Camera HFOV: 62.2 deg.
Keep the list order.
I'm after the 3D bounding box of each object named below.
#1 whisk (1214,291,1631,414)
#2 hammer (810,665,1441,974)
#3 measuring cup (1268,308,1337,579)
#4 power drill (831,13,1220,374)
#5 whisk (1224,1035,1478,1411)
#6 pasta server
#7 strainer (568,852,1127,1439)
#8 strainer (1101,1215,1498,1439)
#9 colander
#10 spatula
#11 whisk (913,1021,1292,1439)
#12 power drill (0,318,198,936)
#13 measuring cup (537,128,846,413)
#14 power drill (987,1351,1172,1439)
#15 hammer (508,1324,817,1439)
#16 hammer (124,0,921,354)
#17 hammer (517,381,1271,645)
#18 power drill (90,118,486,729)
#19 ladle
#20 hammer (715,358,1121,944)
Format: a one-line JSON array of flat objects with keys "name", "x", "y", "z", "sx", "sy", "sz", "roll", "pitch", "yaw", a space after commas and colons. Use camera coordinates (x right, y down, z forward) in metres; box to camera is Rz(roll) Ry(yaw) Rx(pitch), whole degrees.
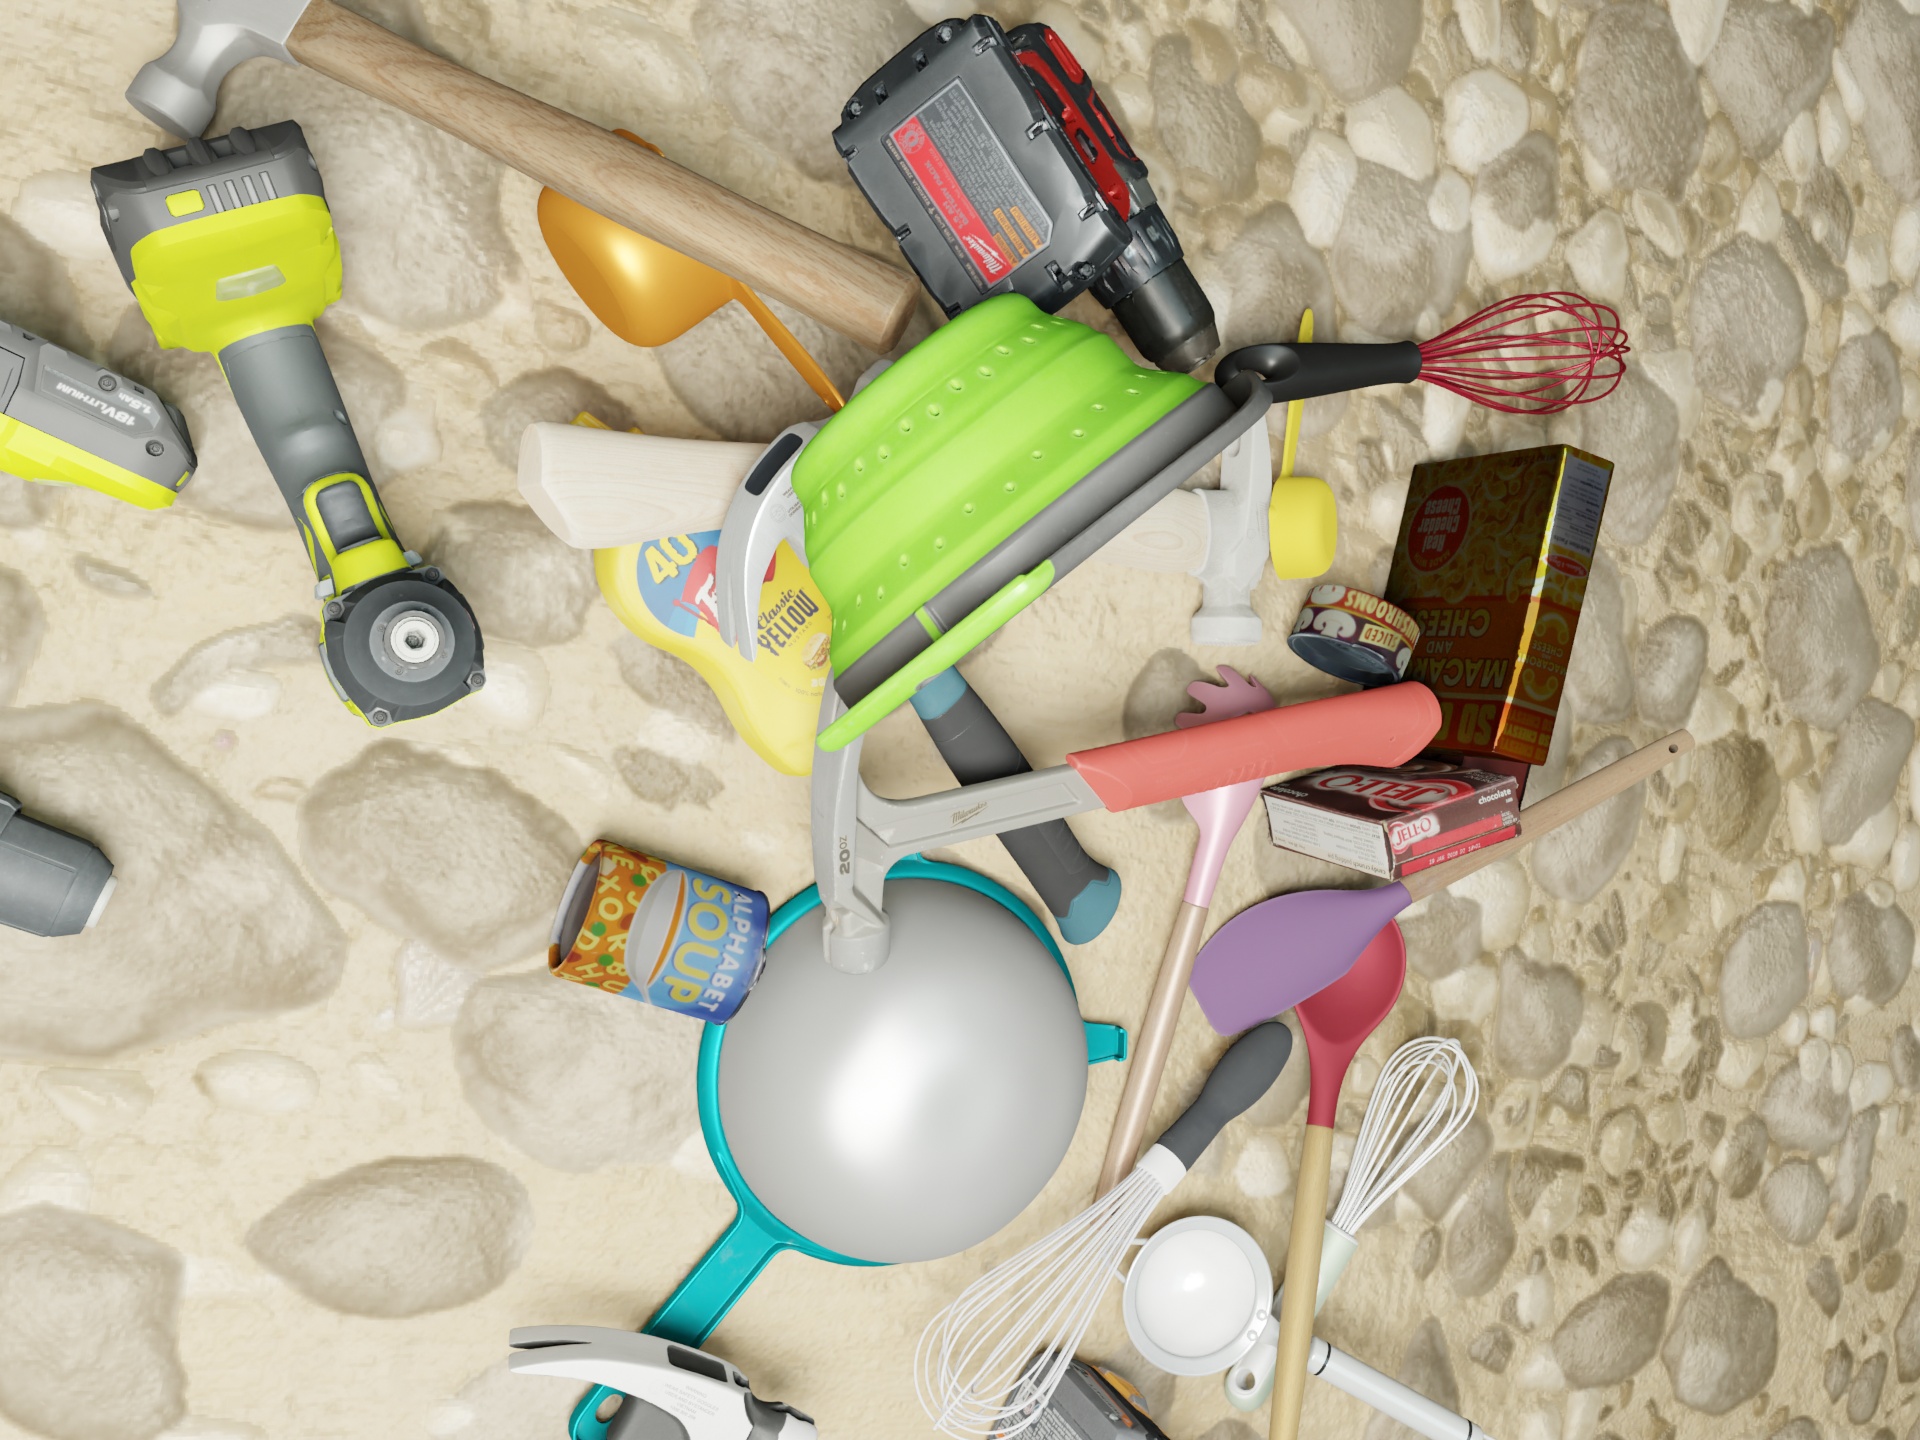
[{"name": "whisk", "x": 0.265, "y": -0.201, "z": 0.888, "sx": 0.295, "sy": 0.073, "sz": 0.073, "roll": -10, "pitch": 97, "yaw": -26}, {"name": "hammer", "x": 0.095, "y": 0.016, "z": 0.777, "sx": 0.359, "sy": 0.037, "sz": 0.149, "roll": -11, "pitch": 119, "yaw": -28}, {"name": "measuring cup", "x": 0.196, "y": -0.154, "z": 0.880, "sx": 0.062, "sy": 0.029, "sz": 0.156, "roll": 24, "pitch": 72, "yaw": -63}, {"name": "power drill", "x": 0.047, "y": -0.230, "z": 0.730, "sx": 0.080, "sy": 0.227, "sz": 0.188, "roll": -31, "pitch": 99, "yaw": 25}, {"name": "whisk", "x": 0.223, "y": 0.289, "z": 0.920, "sx": 0.246, "sy": 0.058, "sz": 0.059, "roll": -56, "pitch": 141, "yaw": -7}, {"name": "pasta server", "x": 0.118, "y": 0.125, "z": 0.876, "sx": 0.060, "sy": 0.040, "sz": 0.316, "roll": 16, "pitch": 90, "yaw": -23}, {"name": "strainer", "x": -0.057, "y": 0.224, "z": 0.766, "sx": 0.210, "sy": 0.095, "sz": 0.340, "roll": 47, "pitch": 74, "yaw": -19}, {"name": "strainer", "x": 0.187, "y": 0.347, "z": 0.877, "sx": 0.258, "sy": 0.050, "sz": 0.087, "roll": 29, "pitch": 84, "yaw": -2}, {"name": "colander", "x": 0.038, "y": -0.118, "z": 0.654, "sx": 0.094, "sy": 0.204, "sz": 0.397, "roll": 52, "pitch": 32, "yaw": -3}, {"name": "spatula", "x": 0.271, "y": 0.082, "z": 0.894, "sx": 0.316, "sy": 0.018, "sz": 0.060, "roll": -28, "pitch": 87, "yaw": -1}, {"name": "whisk", "x": 0.084, "y": 0.257, "z": 0.829, "sx": 0.284, "sy": 0.070, "sz": 0.070, "roll": -42, "pitch": 108, "yaw": -23}, {"name": "power drill", "x": -0.393, "y": -0.038, "z": 0.617, "sx": 0.190, "sy": 0.080, "sz": 0.228, "roll": 26, "pitch": 85, "yaw": -22}, {"name": "measuring cup", "x": -0.120, "y": -0.179, "z": 0.698, "sx": 0.052, "sy": 0.095, "sz": 0.174, "roll": -39, "pitch": 78, "yaw": -14}, {"name": "power drill", "x": 0.141, "y": 0.428, "z": 0.817, "sx": 0.226, "sy": 0.185, "sz": 0.084, "roll": 33, "pitch": 82, "yaw": -18}, {"name": "hammer", "x": -0.215, "y": 0.428, "z": 0.717, "sx": 0.146, "sy": 0.035, "sz": 0.335, "roll": 34, "pitch": 88, "yaw": -16}, {"name": "hammer", "x": -0.168, "y": -0.238, "z": 0.651, "sx": 0.331, "sy": 0.031, "sz": 0.130, "roll": 27, "pitch": 82, "yaw": 5}, {"name": "hammer", "x": -0.006, "y": -0.114, "z": 0.760, "sx": 0.410, "sy": 0.038, "sz": 0.146, "roll": 0, "pitch": 91, "yaw": -35}, {"name": "power drill", "x": -0.252, "y": -0.106, "z": 0.625, "sx": 0.080, "sy": 0.171, "sz": 0.223, "roll": -24, "pitch": 99, "yaw": -21}, {"name": "ladle", "x": 0.196, "y": 0.250, "z": 0.876, "sx": 0.069, "sy": 0.031, "sz": 0.316, "roll": 12, "pitch": 72, "yaw": 1}, {"name": "hammer", "x": -0.001, "y": -0.002, "z": 0.752, "sx": 0.128, "sy": 0.033, "sz": 0.330, "roll": -42, "pitch": 128, "yaw": -10}]
